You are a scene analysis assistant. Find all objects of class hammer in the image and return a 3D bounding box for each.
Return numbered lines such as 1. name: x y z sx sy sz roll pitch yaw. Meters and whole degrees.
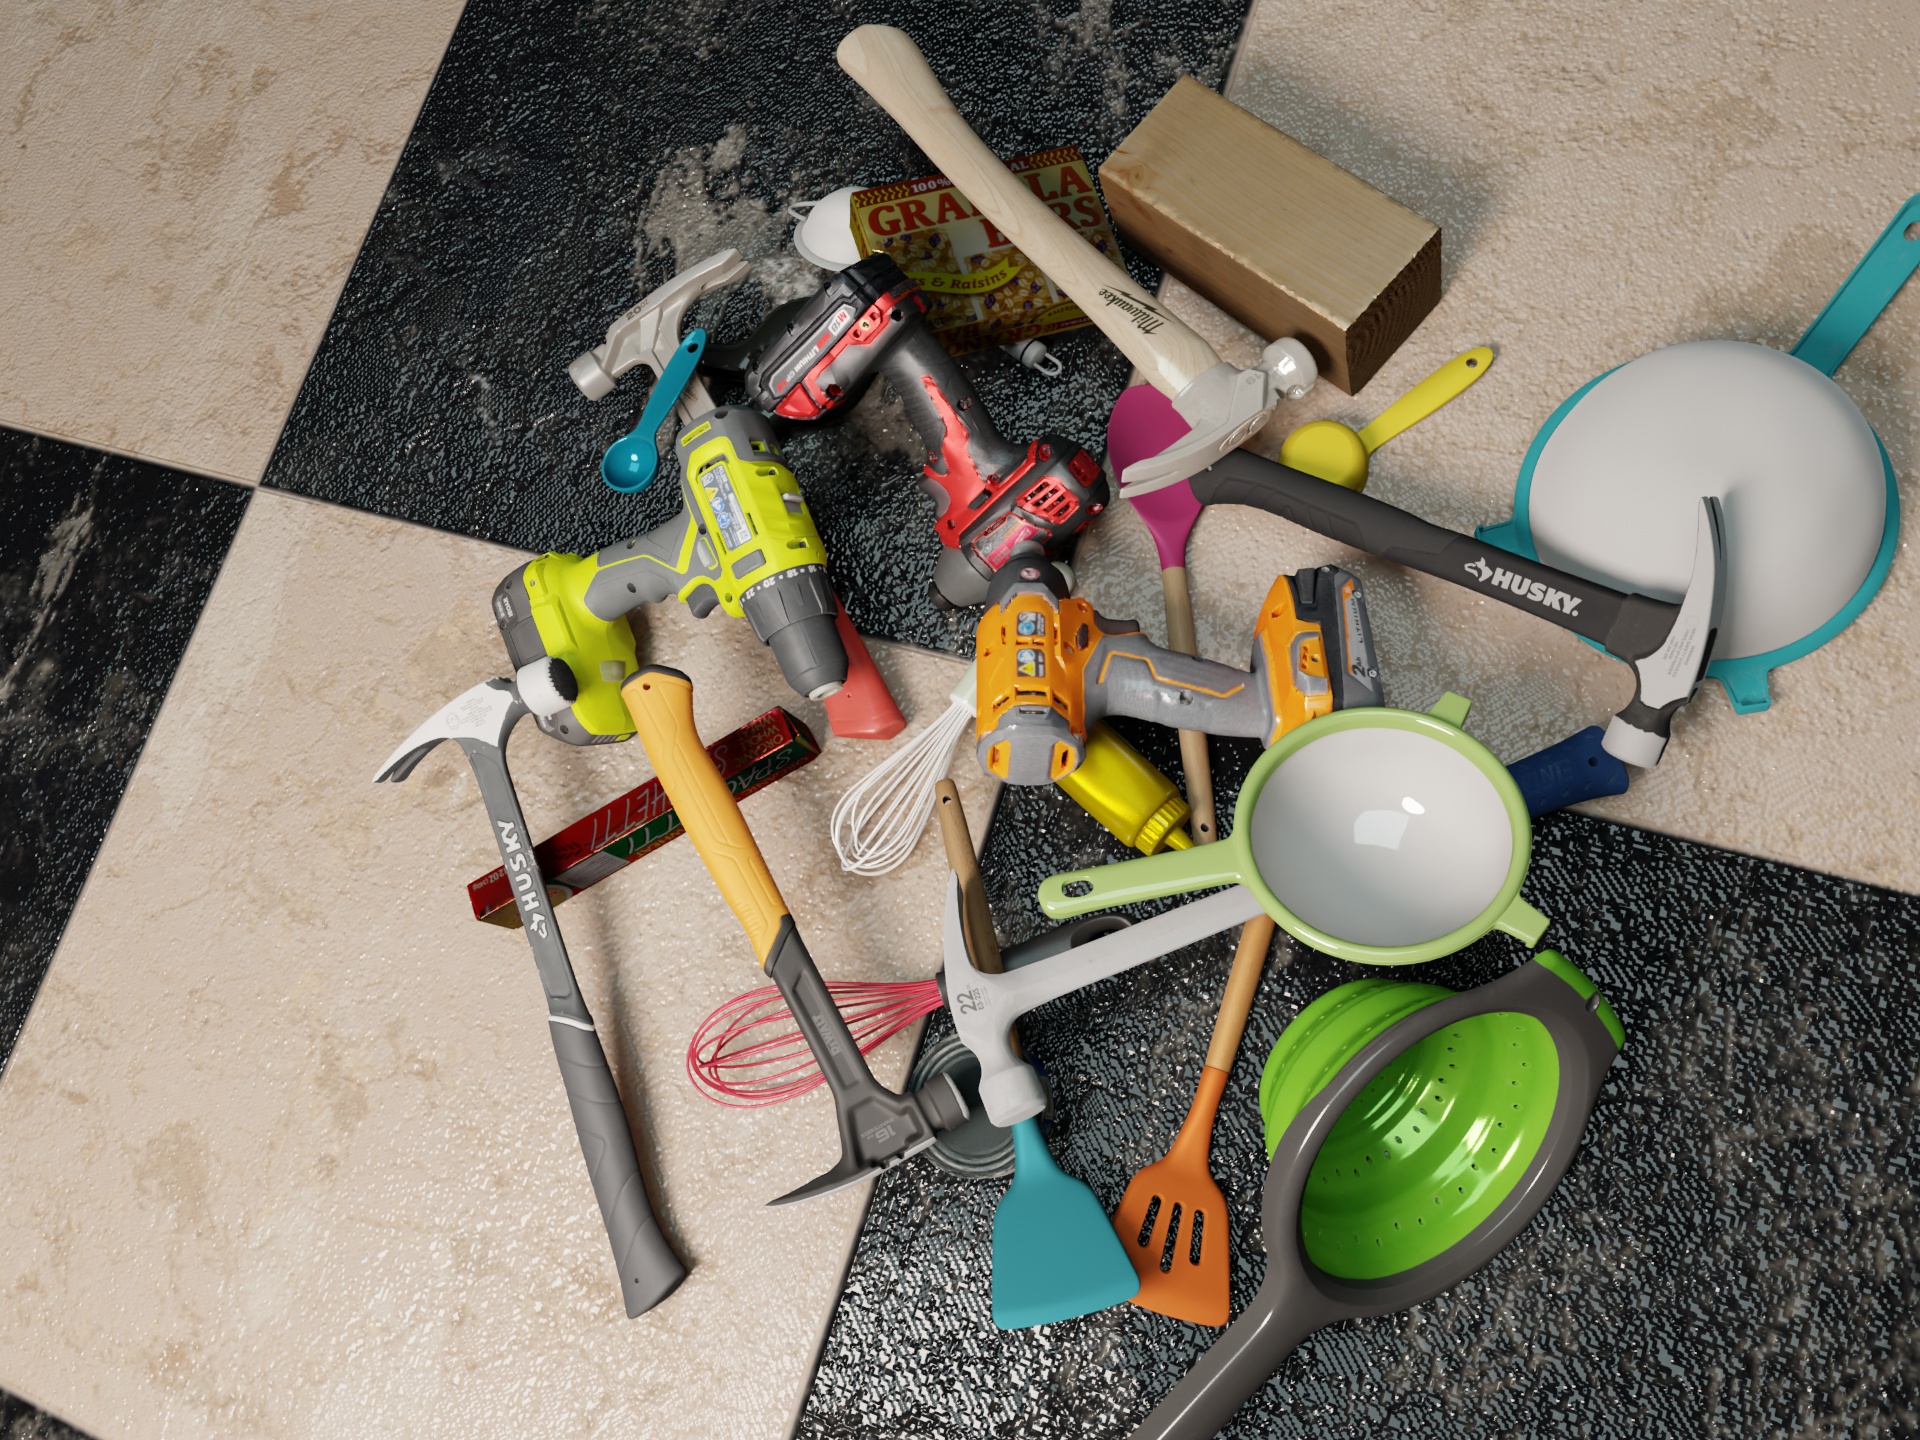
1. hammer: -0.129 -0.145 1.081 0.149 0.036 0.359 -33 75 8
2. hammer: 0.276 -0.107 0.934 0.335 0.035 0.146 29 112 31
3. hammer: -0.127 0.117 0.950 0.127 0.034 0.337 -27 76 -7
4. hammer: 0.182 0.090 0.908 0.405 0.035 0.144 -21 67 -2
5. hammer: -0.257 0.174 1.008 0.149 0.036 0.409 -21 82 15
6. hammer: 0.041 -0.317 1.039 0.146 0.038 0.411 -35 69 -13

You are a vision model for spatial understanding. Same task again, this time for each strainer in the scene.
1. strainer: -0.027 -0.317 1.124 0.258 0.050 0.087 39 62 17
2. strainer: 0.171 0.083 0.855 0.256 0.069 0.152 -12 56 6
3. strainer: 0.470 -0.187 0.913 0.211 0.095 0.340 38 88 22

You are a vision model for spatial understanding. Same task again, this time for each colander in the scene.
1. colander: 0.173 0.266 0.846 0.397 0.204 0.095 -48 36 1

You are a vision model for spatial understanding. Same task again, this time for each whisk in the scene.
1. whisk: -0.030 0.171 0.976 0.296 0.073 0.073 -18 70 4
2. whisk: -0.002 -0.003 1.024 0.057 0.059 0.246 38 81 -16

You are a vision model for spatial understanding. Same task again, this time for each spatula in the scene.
1. spatula: 0.158 0.179 0.925 0.081 0.041 0.323 18 78 4
2. spatula: 0.025 0.180 0.921 0.082 0.044 0.318 -15 71 3

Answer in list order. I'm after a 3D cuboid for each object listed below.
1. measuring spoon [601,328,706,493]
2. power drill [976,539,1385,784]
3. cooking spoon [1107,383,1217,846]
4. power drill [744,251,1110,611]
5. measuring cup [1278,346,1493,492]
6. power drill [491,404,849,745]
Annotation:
1. measuring spoon: -0.202 -0.209 1.086 0.042 0.021 0.129 21 78 23
2. power drill: 0.122 -0.041 0.941 0.226 0.084 0.164 1 54 -1
3. cooking spoon: 0.139 -0.072 1.016 0.068 0.017 0.319 -3 73 -3
4. power drill: -0.024 -0.177 1.021 0.219 0.078 0.143 46 120 -6
5. measuring cup: 0.270 -0.192 1.007 0.156 0.029 0.062 -36 68 6
6. power drill: -0.184 -0.071 1.040 0.228 0.080 0.191 -27 81 26
